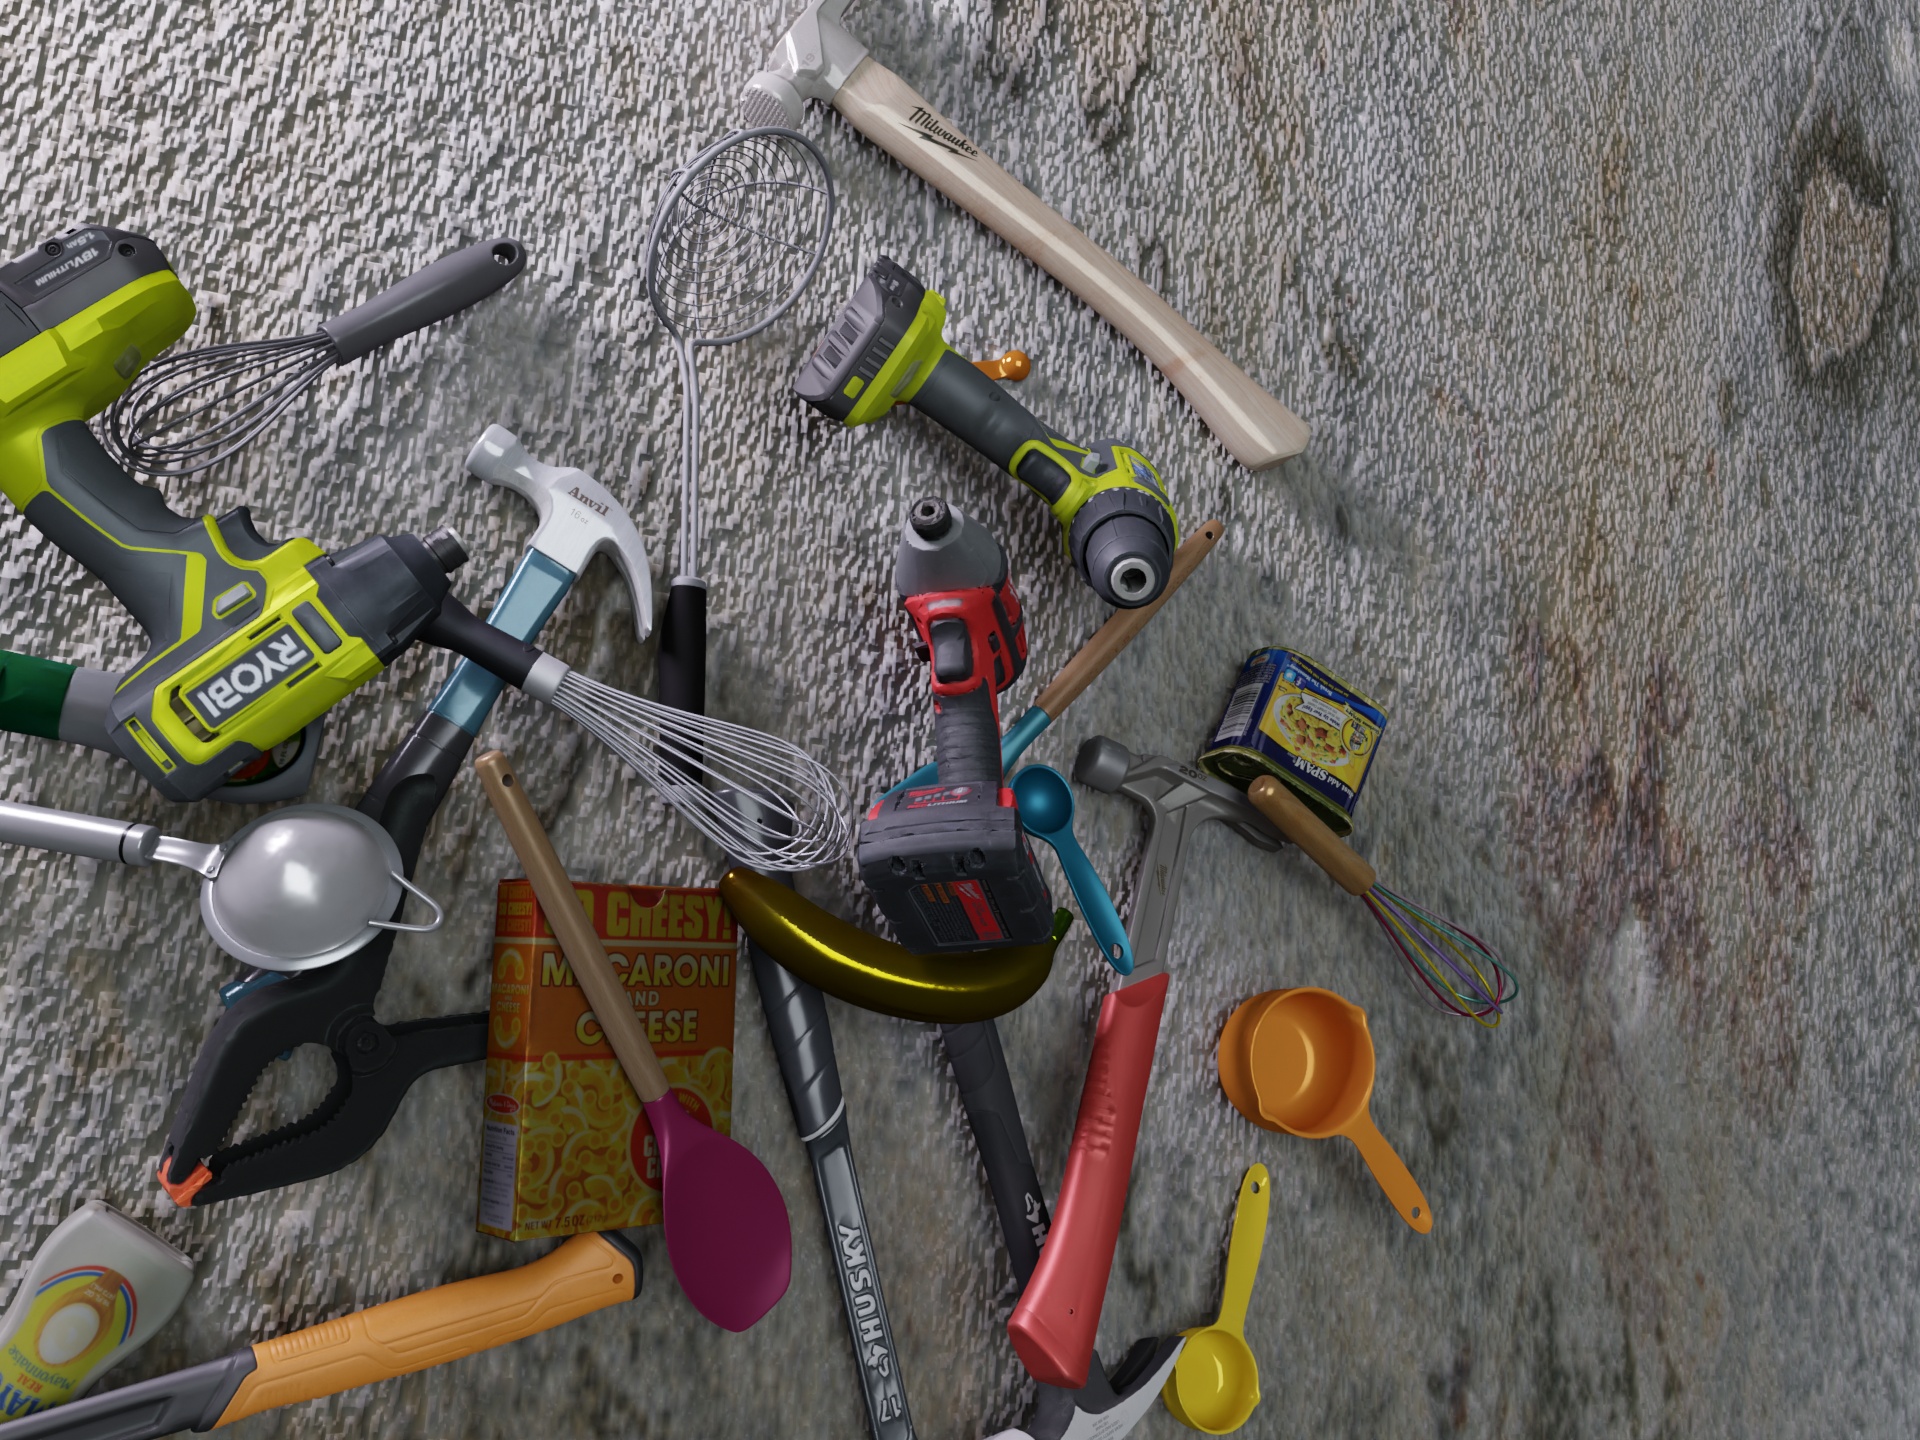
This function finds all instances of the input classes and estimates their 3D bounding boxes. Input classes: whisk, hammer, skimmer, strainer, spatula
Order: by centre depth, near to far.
[{"bbox_3d":[-0.362,0.058,0.715,0.258,0.050,0.087,9,53,4],"label":"strainer"},{"bbox_3d":[-0.304,0.301,0.716,0.336,0.034,0.127,-8,95,-32],"label":"hammer"},{"bbox_3d":[-0.180,-0.005,0.801,0.284,0.070,0.070,30,70,-8],"label":"whisk"},{"bbox_3d":[-0.268,0.013,0.809,0.128,0.033,0.331,32,70,-13],"label":"hammer"},{"bbox_3d":[-0.325,-0.196,0.818,0.239,0.055,0.055,-38,96,-28],"label":"whisk"},{"bbox_3d":[-0.074,0.234,0.849,0.149,0.036,0.409,-12,85,-23],"label":"hammer"},{"bbox_3d":[-0.123,-0.136,0.864,0.127,0.090,0.363,13,75,-61],"label":"skimmer"},{"bbox_3d":[0.027,0.232,0.877,0.146,0.035,0.335,-7,77,-45],"label":"hammer"},{"bbox_3d":[0.099,0.186,0.889,0.149,0.036,0.359,26,59,-16],"label":"hammer"},{"bbox_3d":[0.069,-0.022,0.949,0.082,0.044,0.317,45,66,-4],"label":"spatula"},{"bbox_3d":[0.263,0.115,0.984,0.244,0.051,0.047,41,61,-20],"label":"whisk"},{"bbox_3d":[0.065,-0.306,1.004,0.410,0.038,0.146,36,68,-13],"label":"hammer"}]

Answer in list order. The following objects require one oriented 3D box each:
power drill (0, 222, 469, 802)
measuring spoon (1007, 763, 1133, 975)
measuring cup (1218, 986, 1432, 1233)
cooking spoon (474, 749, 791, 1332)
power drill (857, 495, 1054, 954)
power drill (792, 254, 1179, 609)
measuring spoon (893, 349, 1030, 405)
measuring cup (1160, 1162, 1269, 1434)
[{"bbox_3d":[-0.350,-0.099,0.718,0.171,0.080,0.223,-39,98,-15],"label":"power drill"},{"bbox_3d":[0.061,0.086,0.889,0.042,0.021,0.128,-25,87,-35],"label":"measuring spoon"},{"bbox_3d":[0.223,0.239,0.963,0.095,0.052,0.173,-38,98,-24],"label":"measuring cup"},{"bbox_3d":[-0.157,0.157,0.763,0.069,0.017,0.318,-35,110,-38],"label":"cooking spoon"},{"bbox_3d":[-0.001,-0.003,0.820,0.078,0.143,0.220,-6,58,10],"label":"power drill"},{"bbox_3d":[0.025,-0.152,0.882,0.228,0.191,0.080,34,109,-12],"label":"power drill"},{"bbox_3d":[-0.007,-0.209,0.968,0.117,0.011,0.021,-16,87,-24],"label":"measuring spoon"},{"bbox_3d":[0.155,0.337,0.936,0.062,0.029,0.157,30,59,-17],"label":"measuring cup"}]
